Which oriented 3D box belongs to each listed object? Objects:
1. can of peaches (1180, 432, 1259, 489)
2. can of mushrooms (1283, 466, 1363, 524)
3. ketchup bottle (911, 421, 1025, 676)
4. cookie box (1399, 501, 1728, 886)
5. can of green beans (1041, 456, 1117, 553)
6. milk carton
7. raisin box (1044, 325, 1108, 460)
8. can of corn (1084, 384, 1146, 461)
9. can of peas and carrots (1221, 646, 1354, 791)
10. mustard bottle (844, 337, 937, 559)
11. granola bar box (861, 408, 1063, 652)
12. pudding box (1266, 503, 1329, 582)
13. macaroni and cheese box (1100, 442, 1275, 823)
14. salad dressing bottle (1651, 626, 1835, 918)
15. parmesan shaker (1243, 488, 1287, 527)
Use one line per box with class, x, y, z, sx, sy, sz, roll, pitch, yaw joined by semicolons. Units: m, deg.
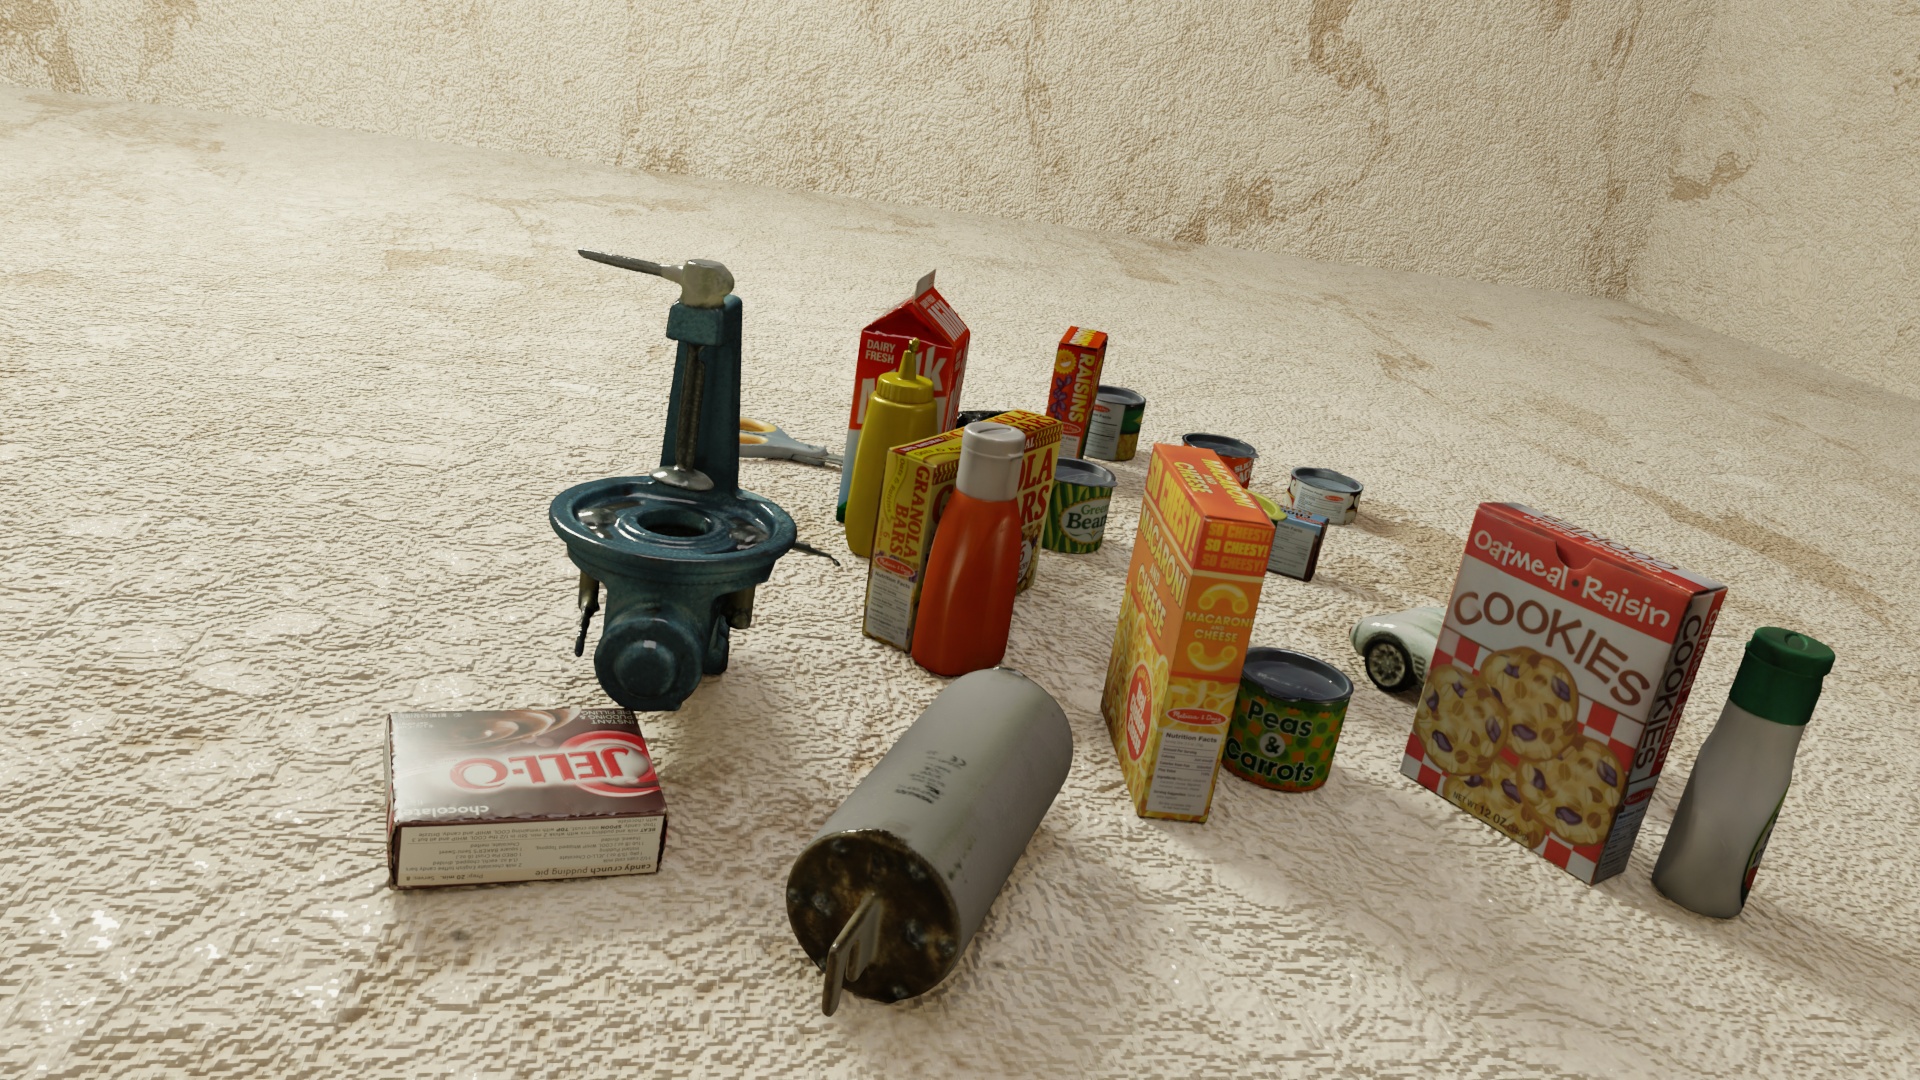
can of peaches;0.224;-0.057;1.222;0.071;0.057;0.071;8;20;-3
can of mushrooms;0.330;-0.042;1.263;0.071;0.033;0.071;8;20;-3
ketchup bottle;0.010;0.005;0.827;0.043;0.148;0.065;26;25;38
cookie box;0.315;0.078;0.741;0.040;0.166;0.123;-6;25;-37
can of green beans;0.083;-0.028;1.080;0.071;0.057;0.071;8;20;-3
milk carton;-0.040;-0.106;1.044;0.073;0.189;0.072;12;20;6
raisin box;0.101;-0.124;1.253;0.040;0.123;0.086;12;20;8
can of corn;0.142;-0.114;1.338;0.071;0.058;0.071;8;20;-3
can of peas and carrots;0.180;0.100;0.777;0.071;0.058;0.071;8;20;-3
mustard bottle;-0.044;-0.066;0.979;0.049;0.159;0.065;18;21;22
granola bar box;0.003;-0.011;0.904;0.039;0.123;0.166;20;22;26
pudding box;0.244;-0.004;1.100;0.084;0.049;0.030;17;21;19
macaroni and cheese box;0.117;0.045;0.741;0.040;0.165;0.124;7;20;-7
salad dressing bottle;0.394;0.117;0.700;0.044;0.147;0.064;21;23;28
parmesan shaker;0.171;0.022;0.921;0.071;0.102;0.071;8;20;-3
